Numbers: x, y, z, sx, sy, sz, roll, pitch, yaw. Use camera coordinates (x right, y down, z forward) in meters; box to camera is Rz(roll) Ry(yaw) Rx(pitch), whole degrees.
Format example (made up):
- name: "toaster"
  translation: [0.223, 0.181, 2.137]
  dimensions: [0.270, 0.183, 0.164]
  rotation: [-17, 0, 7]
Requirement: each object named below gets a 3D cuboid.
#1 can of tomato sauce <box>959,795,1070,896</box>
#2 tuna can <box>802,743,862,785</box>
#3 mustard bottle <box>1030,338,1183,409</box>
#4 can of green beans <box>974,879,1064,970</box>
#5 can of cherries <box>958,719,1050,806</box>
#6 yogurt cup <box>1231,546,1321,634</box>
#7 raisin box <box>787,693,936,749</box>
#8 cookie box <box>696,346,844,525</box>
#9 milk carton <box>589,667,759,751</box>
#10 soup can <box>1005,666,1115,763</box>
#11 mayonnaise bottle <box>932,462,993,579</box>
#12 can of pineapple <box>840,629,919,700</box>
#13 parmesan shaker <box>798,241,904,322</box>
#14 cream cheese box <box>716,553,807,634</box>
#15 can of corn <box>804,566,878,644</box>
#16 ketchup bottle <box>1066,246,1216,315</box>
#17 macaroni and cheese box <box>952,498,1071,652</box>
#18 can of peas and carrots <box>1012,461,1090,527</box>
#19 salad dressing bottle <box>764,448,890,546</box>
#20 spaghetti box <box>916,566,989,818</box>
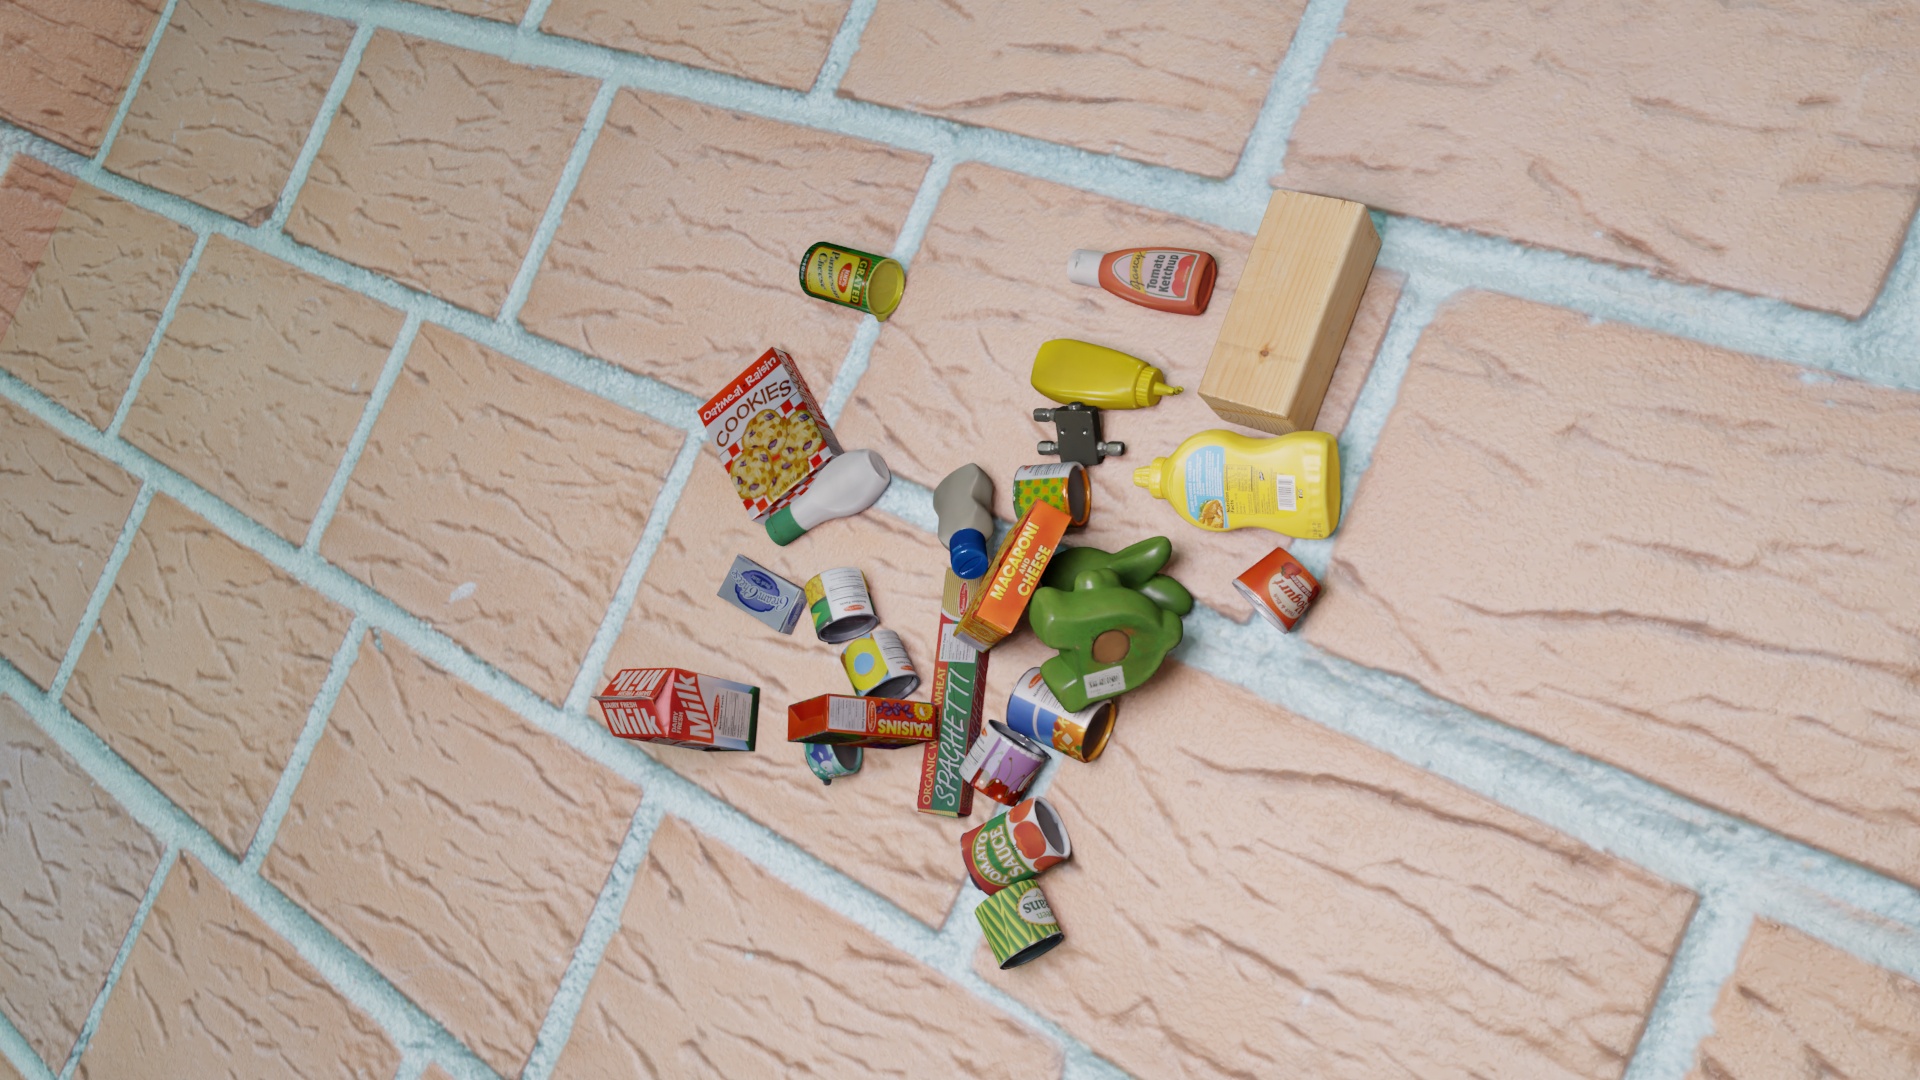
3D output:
- name: "can of tomato sauce"
  translation: [0.051, 0.287, 1.304]
  dimensions: [0.083, 0.071, 0.071]
  rotation: [-32, 64, 17]
- name: "tuna can"
  translation: [-0.130, 0.213, 1.424]
  dimensions: [0.033, 0.071, 0.071]
  rotation: [-18, 69, 23]
- name: "mustard bottle"
  translation: [0.150, -0.160, 1.386]
  dimensions: [0.160, 0.049, 0.065]
  rotation: [16, 84, 30]
- name: "can of green beans"
  translation: [0.054, 0.355, 1.287]
  dimensions: [0.071, 0.071, 0.058]
  rotation: [-36, 62, 16]
- name: "can of cherries"
  translation: [0.043, 0.215, 1.333]
  dimensions: [0.071, 0.071, 0.058]
  rotation: [33, 94, 31]
- name: "yogurt cup"
  translation: [0.287, 0.043, 1.250]
  dimensions: [0.054, 0.072, 0.072]
  rotation: [-45, 61, 2]
- name: "raisin box"
  translation: [-0.097, 0.179, 1.367]
  dimensions: [0.086, 0.123, 0.040]
  rotation: [-25, 60, 53]
- name: "cookie box"
  translation: [-0.215, -0.119, 1.576]
  dimensions: [0.122, 0.040, 0.168]
  rotation: [-37, 63, 14]
- name: "milk carton"
  translation: [-0.296, 0.176, 1.450]
  dimensions: [0.072, 0.190, 0.073]
  rotation: [-4, 75, 27]
- name: "soup can"
  translation: [0.096, 0.167, 1.318]
  dimensions: [0.084, 0.071, 0.071]
  rotation: [22, 88, 30]
- name: "mayonnaise bottle"
  translation: [0.005, -0.017, 1.388]
  dimensions: [0.064, 0.041, 0.149]
  rotation: [-37, 29, 19]
- name: "can of pineapple"
  translation: [-0.084, 0.133, 1.422]
  dimensions: [0.071, 0.071, 0.058]
  rotation: [-36, 63, 16]
- name: "parmesan shaker"
  translation: [-0.123, -0.291, 1.560]
  dimensions: [0.103, 0.071, 0.071]
  rotation: [20, 87, 31]
- name: "cream cheese box"
  translation: [-0.218, 0.059, 1.538]
  dimensions: [0.104, 0.024, 0.053]
  rotation: [27, 90, 31]
- name: "can of corn"
  translation: [-0.127, 0.069, 1.464]
  dimensions: [0.071, 0.071, 0.058]
  rotation: [-28, 65, 19]
- name: "ketchup bottle"
  translation: [0.180, -0.268, 1.403]
  dimensions: [0.149, 0.043, 0.065]
  rotation: [15, 84, 31]
- name: "macaroni and cheese box"
  translation: [0.045, 0.037, 1.311]
  dimensions: [0.040, 0.166, 0.124]
  rotation: [29, 77, -1]
- name: "can of peas and carrots"
  translation: [0.091, -0.042, 1.377]
  dimensions: [0.058, 0.071, 0.071]
  rotation: [-4, 75, 27]
- name: "salad dressing bottle"
  translation: [-0.147, -0.045, 1.517]
  dimensions: [0.147, 0.044, 0.064]
  rotation: [-31, 75, 19]
- name: "spaghetti box"
  translation: [-0.003, 0.151, 1.394]
  dimensions: [0.050, 0.028, 0.250]
  rotation: [0, 77, 28]
